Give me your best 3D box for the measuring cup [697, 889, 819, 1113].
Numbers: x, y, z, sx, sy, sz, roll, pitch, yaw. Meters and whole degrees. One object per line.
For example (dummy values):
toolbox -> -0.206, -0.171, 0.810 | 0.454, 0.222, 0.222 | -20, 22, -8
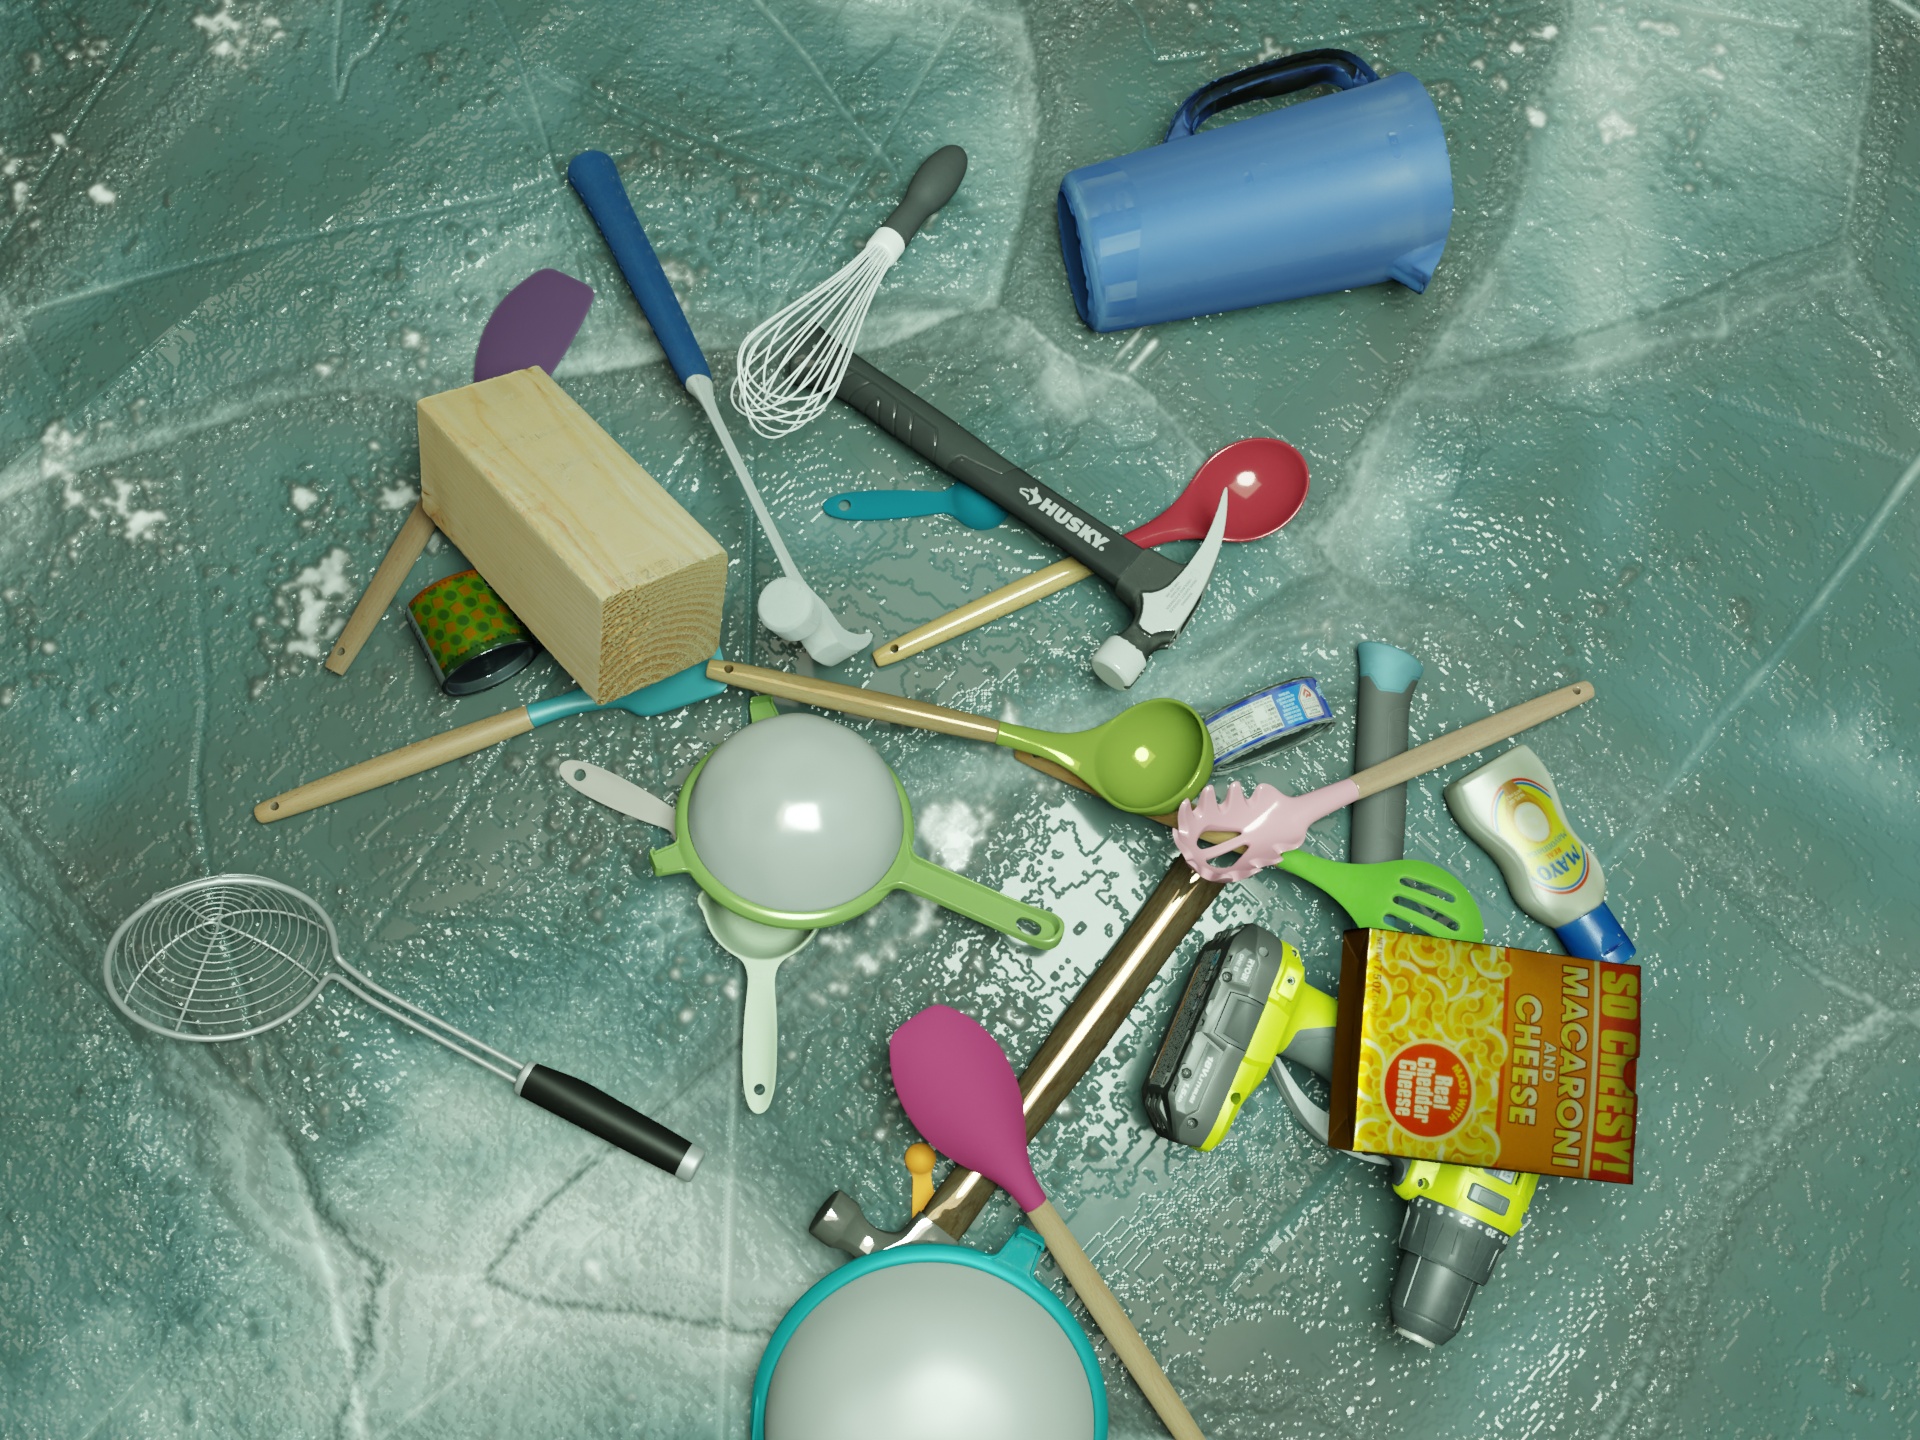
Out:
measuring cup -> -0.123, 0.160, 1.000 | 0.083, 0.038, 0.168 | 1, 81, -1

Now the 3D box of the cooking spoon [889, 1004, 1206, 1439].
cooking spoon -> 0.060, 0.310, 0.948 | 0.069, 0.017, 0.319 | -33, 89, -12

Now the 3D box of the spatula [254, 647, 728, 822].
spatula -> -0.305, 0.002, 1.025 | 0.317, 0.044, 0.082 | -21, 77, -4

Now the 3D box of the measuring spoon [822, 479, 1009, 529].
measuring spoon -> -0.029, -0.149, 1.069 | 0.128, 0.021, 0.042 | -3, 79, -3

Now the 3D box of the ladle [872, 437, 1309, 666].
ladle -> 0.086, -0.105, 1.062 | 0.315, 0.031, 0.069 | -25, 75, -4

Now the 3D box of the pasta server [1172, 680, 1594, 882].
pasta server -> 0.270, 0.030, 0.995 | 0.316, 0.040, 0.060 | -21, 67, -15

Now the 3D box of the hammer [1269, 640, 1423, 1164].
hammer -> 0.267, 0.112, 1.018 | 0.128, 0.033, 0.331 | 6, 78, -1

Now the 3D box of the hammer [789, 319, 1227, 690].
hammer -> 0.021, -0.168, 1.047 | 0.335, 0.035, 0.146 | 36, 74, 14

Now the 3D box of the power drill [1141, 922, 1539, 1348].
power drill -> 0.229, 0.238, 0.935 | 0.228, 0.080, 0.190 | 26, 78, 0

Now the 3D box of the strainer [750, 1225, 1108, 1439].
strainer -> -0.079, 0.432, 0.897 | 0.340, 0.095, 0.211 | -16, 93, -1

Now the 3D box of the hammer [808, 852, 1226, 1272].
hammer -> 0.059, 0.221, 0.987 | 0.130, 0.031, 0.331 | 39, 78, -2

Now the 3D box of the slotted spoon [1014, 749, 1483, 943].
slotted spoon -> 0.177, 0.077, 1.002 | 0.314, 0.031, 0.070 | 22, 72, 15

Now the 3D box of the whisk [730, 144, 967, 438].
whisk -> -0.066, -0.294, 1.059 | 0.070, 0.070, 0.285 | 29, 62, 5

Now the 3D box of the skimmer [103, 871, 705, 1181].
skimmer -> -0.330, 0.204, 0.961 | 0.363, 0.090, 0.127 | 27, 112, 2

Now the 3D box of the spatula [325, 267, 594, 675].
spatula -> -0.343, -0.171, 1.072 | 0.060, 0.018, 0.316 | 25, 78, 5

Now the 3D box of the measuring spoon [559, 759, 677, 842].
measuring spoon -> -0.206, 0.056, 1.033 | 0.124, 0.018, 0.034 | 25, 79, 11

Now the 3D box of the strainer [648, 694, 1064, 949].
strainer -> -0.051, 0.069, 0.971 | 0.256, 0.069, 0.152 | 23, 53, 8

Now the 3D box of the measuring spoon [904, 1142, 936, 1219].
measuring spoon -> -0.020, 0.321, 0.981 | 0.021, 0.011, 0.117 | -5, 79, -2

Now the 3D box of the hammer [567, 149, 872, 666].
hammer -> -0.166, -0.209, 1.044 | 0.035, 0.144, 0.406 | -30, 71, 7

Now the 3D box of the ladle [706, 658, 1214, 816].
ladle -> -0.002, -0.003, 0.987 | 0.320, 0.062, 0.078 | 13, 67, 0
